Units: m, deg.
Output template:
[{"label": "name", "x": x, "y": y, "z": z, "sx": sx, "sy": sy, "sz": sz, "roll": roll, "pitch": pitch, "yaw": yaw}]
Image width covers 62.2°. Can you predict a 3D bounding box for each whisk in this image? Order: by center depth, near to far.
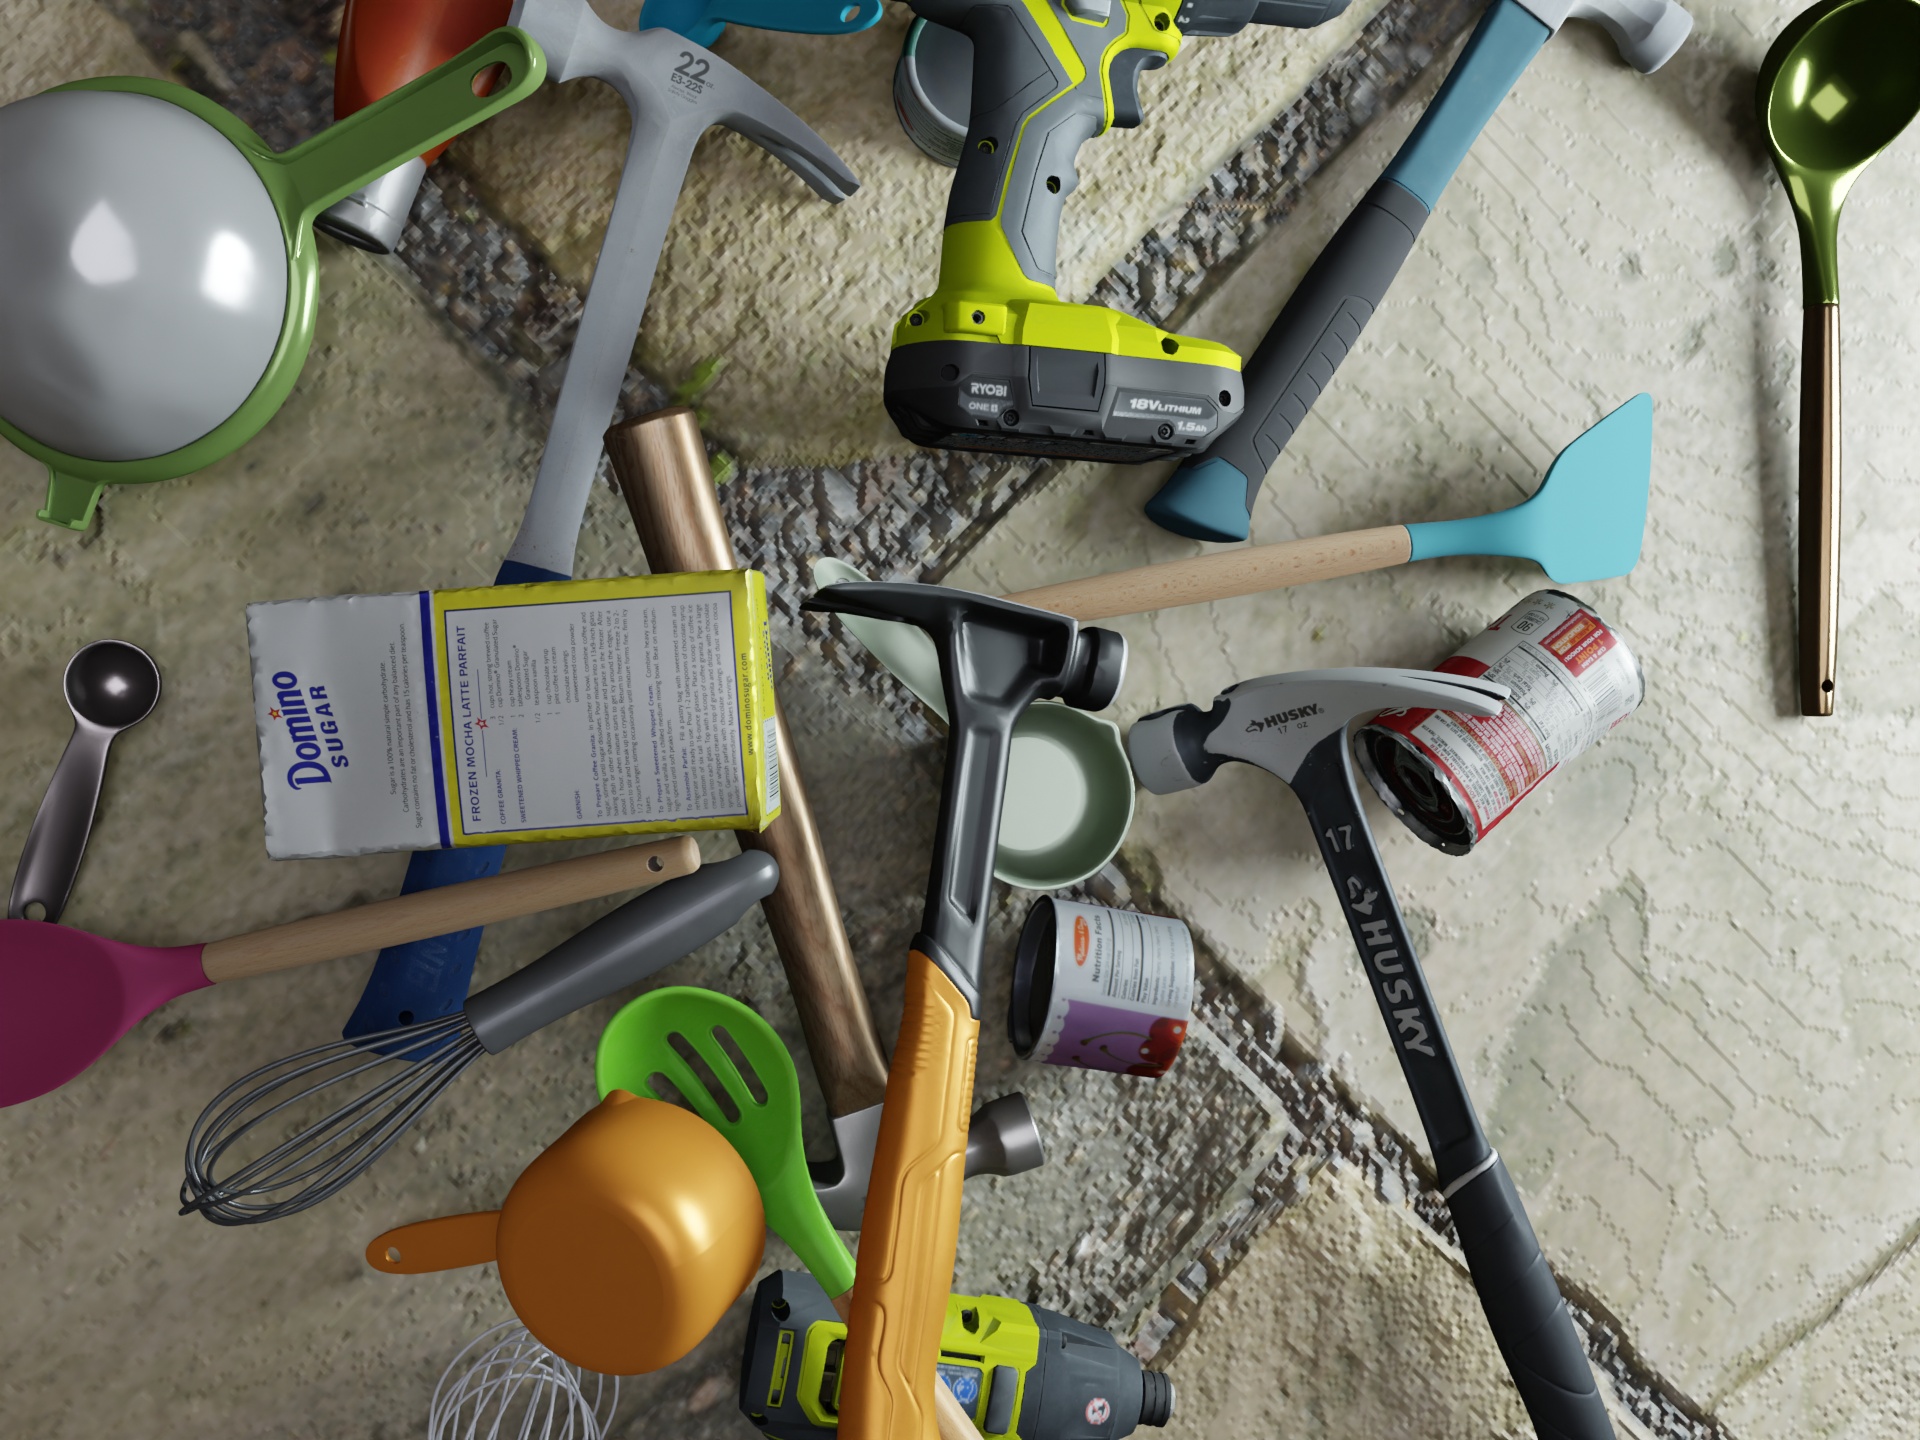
[{"label": "whisk", "x": -0.171, "y": 0.111, "z": 0.575, "sx": 0.239, "sy": 0.055, "sz": 0.055, "roll": -29, "pitch": 93, "yaw": -8}, {"label": "whisk", "x": -0.194, "y": 0.360, "z": 0.598, "sx": 0.070, "sy": 0.070, "sz": 0.284, "roll": 16, "pitch": 90, "yaw": -9}]

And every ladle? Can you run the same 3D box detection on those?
[{"label": "ladle", "x": 0.394, "y": -0.161, "z": 0.713, "sx": 0.078, "sy": 0.062, "sz": 0.320, "roll": 0, "pitch": 91, "yaw": -7}]

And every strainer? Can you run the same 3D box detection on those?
[{"label": "strainer", "x": -0.268, "y": -0.185, "z": 0.561, "sx": 0.256, "sy": 0.069, "sz": 0.151, "roll": -25, "pitch": 91, "yaw": 7}]

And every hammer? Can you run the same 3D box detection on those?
[{"label": "hammer", "x": -0.016, "y": 0.116, "z": 0.572, "sx": 0.127, "sy": 0.034, "sz": 0.337, "roll": 12, "pitch": 77, "yaw": -21}, {"label": "hammer", "x": -0.073, "y": 0.044, "z": 0.617, "sx": 0.130, "sy": 0.031, "sz": 0.331, "roll": -18, "pitch": 99, "yaw": -6}, {"label": "hammer", "x": -0.155, "y": -0.068, "z": 0.618, "sx": 0.144, "sy": 0.035, "sz": 0.405, "roll": 16, "pitch": 88, "yaw": -21}, {"label": "hammer", "x": 0.208, "y": 0.167, "z": 0.653, "sx": 0.149, "sy": 0.036, "sz": 0.409, "roll": -18, "pitch": 99, "yaw": 33}, {"label": "hammer", "x": 0.185, "y": -0.214, "z": 0.689, "sx": 0.128, "sy": 0.033, "sz": 0.331, "roll": 35, "pitch": 83, "yaw": -8}]

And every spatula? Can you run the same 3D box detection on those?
[{"label": "spatula", "x": 0.156, "y": -0.071, "z": 0.665, "sx": 0.317, "sy": 0.044, "sz": 0.082, "roll": -10, "pitch": 115, "yaw": -8}]

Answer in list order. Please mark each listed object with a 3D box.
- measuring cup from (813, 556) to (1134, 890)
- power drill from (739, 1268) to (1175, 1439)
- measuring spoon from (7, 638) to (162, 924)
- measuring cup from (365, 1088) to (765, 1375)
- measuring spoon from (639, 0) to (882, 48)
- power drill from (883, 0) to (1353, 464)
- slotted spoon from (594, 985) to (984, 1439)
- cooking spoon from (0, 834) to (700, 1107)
[{"label": "measuring cup", "x": -0.001, "y": -0.002, "z": 0.650, "sx": 0.083, "sy": 0.038, "sz": 0.167, "roll": -44, "pitch": 93, "yaw": -8}, {"label": "power drill", "x": -0.013, "y": 0.339, "z": 0.617, "sx": 0.171, "sy": 0.080, "sz": 0.223, "roll": 11, "pitch": 83, "yaw": -8}, {"label": "measuring spoon", "x": -0.335, "y": 0.028, "z": 0.606, "sx": 0.034, "sy": 0.018, "sz": 0.124, "roll": 20, "pitch": 92, "yaw": -9}, {"label": "measuring cup", "x": -0.157, "y": 0.194, "z": 0.572, "sx": 0.173, "sy": 0.052, "sz": 0.095, "roll": -14, "pitch": 97, "yaw": 18}, {"label": "measuring spoon", "x": -0.075, "y": -0.273, "z": 0.619, "sx": 0.129, "sy": 0.021, "sz": 0.042, "roll": 21, "pitch": 84, "yaw": 35}, {"label": "power drill", "x": 0.058, "y": -0.219, "z": 0.617, "sx": 0.190, "sy": 0.080, "sz": 0.228, "roll": 3, "pitch": 93, "yaw": -12}, {"label": "slotted spoon", "x": -0.029, "y": 0.230, "z": 0.583, "sx": 0.070, "sy": 0.031, "sz": 0.314, "roll": -36, "pitch": 87, "yaw": 1}, {"label": "cooking spoon", "x": -0.250, "y": 0.084, "z": 0.583, "sx": 0.319, "sy": 0.017, "sz": 0.069, "roll": -13, "pitch": 89, "yaw": 4}]
